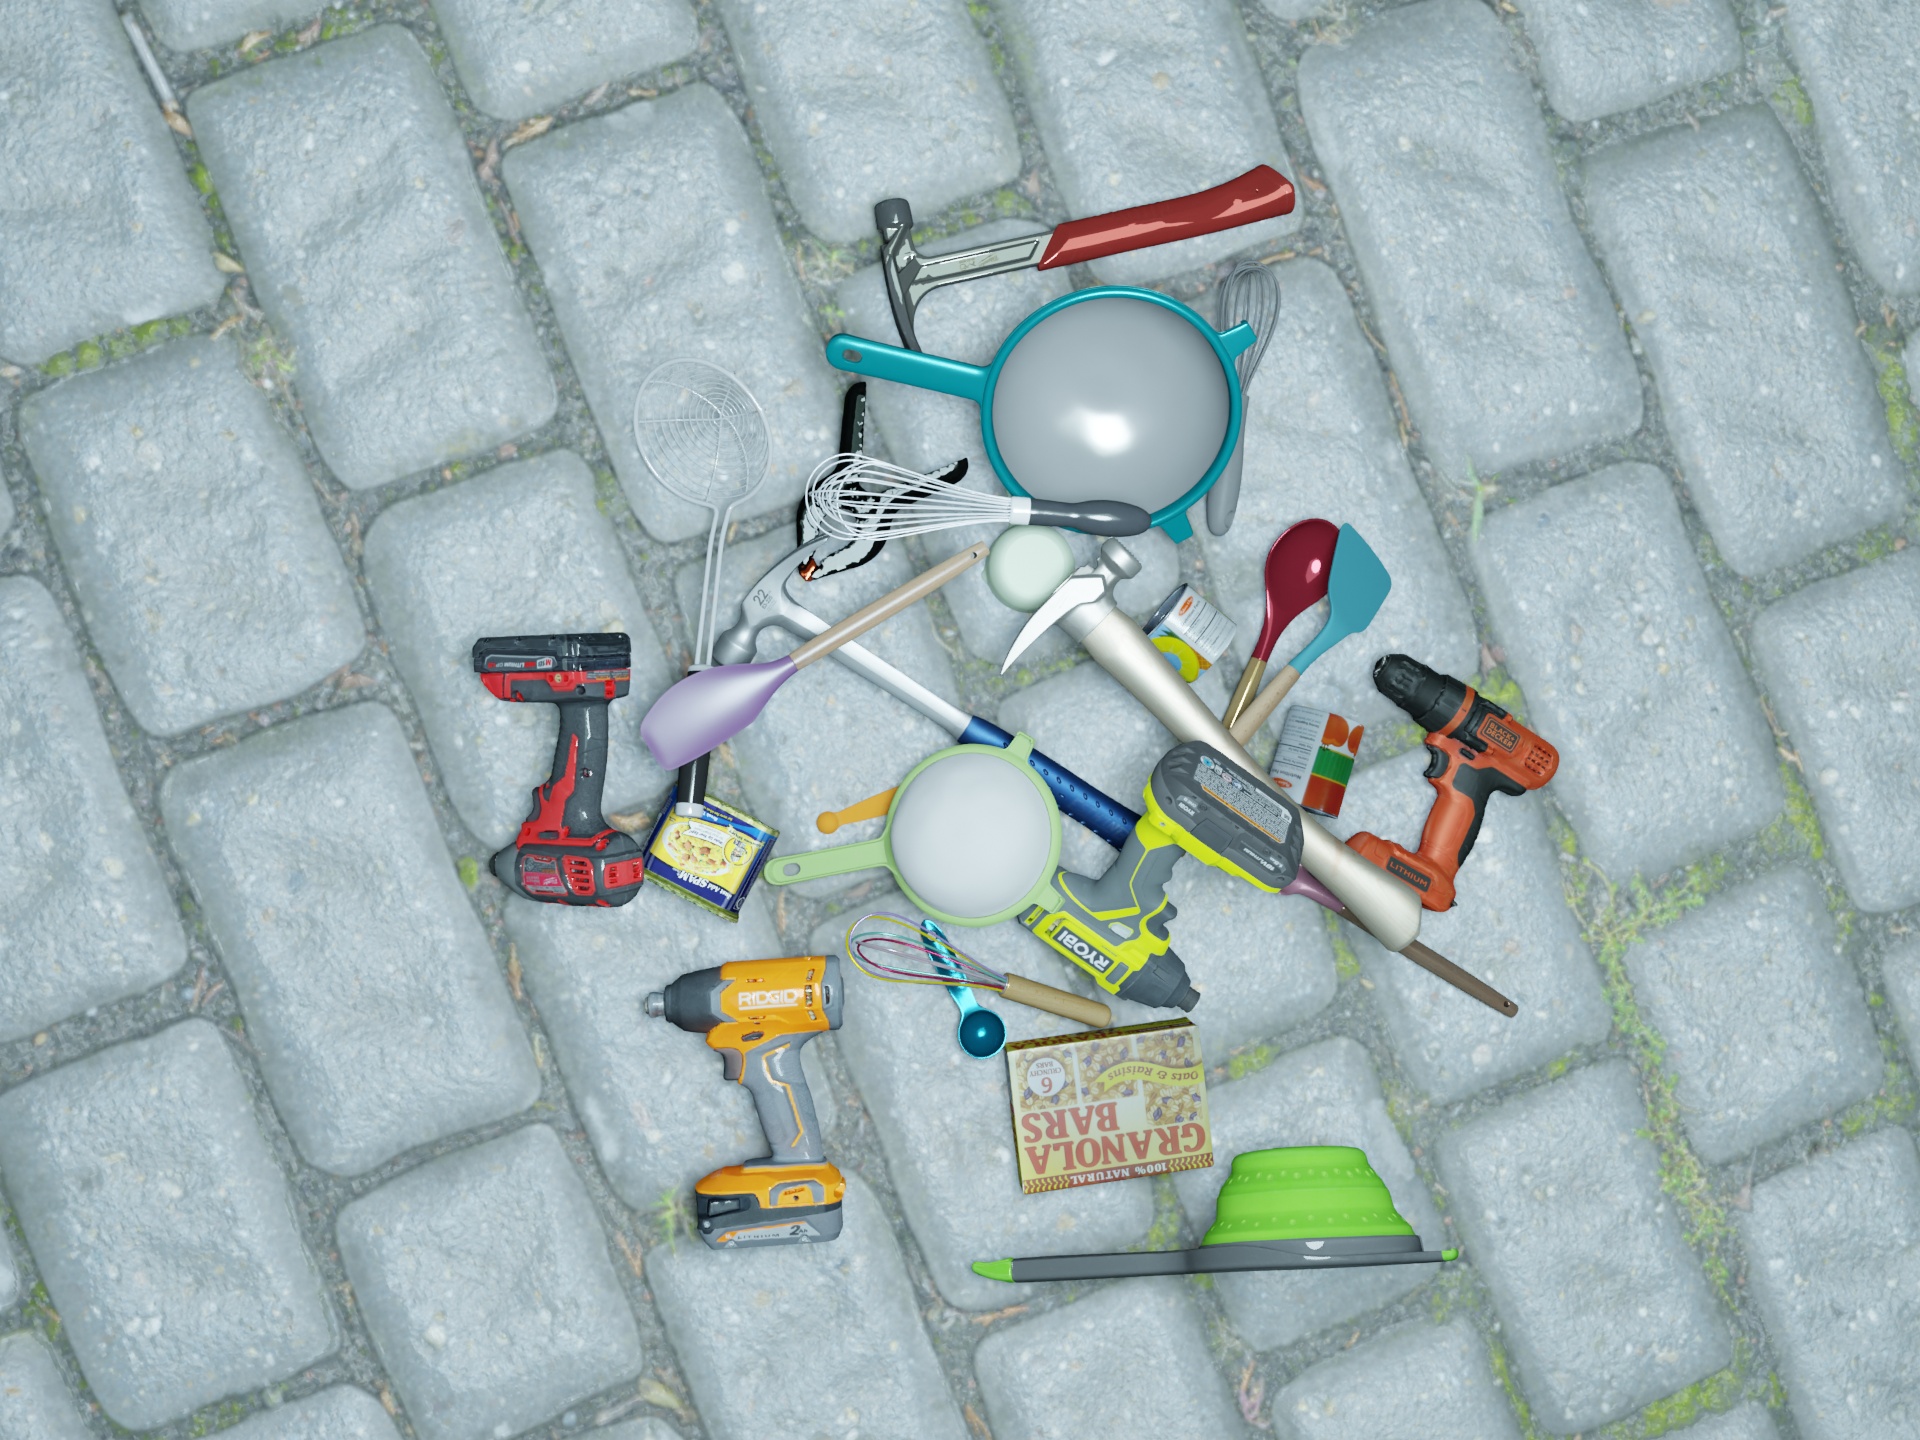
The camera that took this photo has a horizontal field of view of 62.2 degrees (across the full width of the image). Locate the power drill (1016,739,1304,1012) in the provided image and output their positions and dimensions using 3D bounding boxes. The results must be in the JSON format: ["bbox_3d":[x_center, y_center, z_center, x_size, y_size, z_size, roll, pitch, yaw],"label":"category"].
[{"bbox_3d":[0.172,0.137,1.299,0.171,0.080,0.223,35,125,-3],"label":"power drill"}]

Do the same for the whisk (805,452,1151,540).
[{"bbox_3d":[0.016,-0.175,1.296,0.284,0.070,0.070,4,89,-6],"label":"whisk"}]

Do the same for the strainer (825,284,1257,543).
[{"bbox_3d":[0.060,-0.280,1.316,0.340,0.095,0.210,12,121,-4],"label":"strainer"}]

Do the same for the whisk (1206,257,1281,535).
[{"bbox_3d":[0.238,-0.278,1.372,0.055,0.055,0.239,7,94,-5],"label":"whisk"}]

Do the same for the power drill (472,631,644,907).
[{"bbox_3d":[-0.328,0.040,1.286,0.143,0.078,0.219,-1,93,31],"label":"power drill"}]

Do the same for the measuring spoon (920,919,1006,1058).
[{"bbox_3d":[-0.002,0.229,1.363,0.042,0.021,0.129,-26,83,-13],"label":"measuring spoon"}]

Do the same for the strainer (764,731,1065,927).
[{"bbox_3d":[-0.048,0.102,1.296,0.256,0.069,0.151,-12,81,12],"label":"strainer"}]

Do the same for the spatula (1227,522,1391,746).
[{"bbox_3d":[0.262,-0.025,1.357,0.317,0.044,0.082,-49,120,-4],"label":"spatula"}]

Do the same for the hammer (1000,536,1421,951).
[{"bbox_3d":[0.217,0.044,1.310,0.410,0.038,0.146,45,98,-2],"label":"hammer"}]

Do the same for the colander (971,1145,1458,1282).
[{"bbox_3d":[0.203,0.411,1.324,0.397,0.204,0.095,-7,69,12],"label":"colander"}]

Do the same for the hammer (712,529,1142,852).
[{"bbox_3d":[-0.002,-0.004,1.338,0.405,0.035,0.144,33,106,-7],"label":"hammer"}]

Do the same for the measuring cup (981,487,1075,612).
[{"bbox_3d":[0.054,-0.175,1.354,0.083,0.038,0.167,-9,93,-5],"label":"measuring cup"}]

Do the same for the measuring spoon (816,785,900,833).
[{"bbox_3d":[-0.067,0.072,1.356,0.117,0.011,0.021,-18,91,-5],"label":"measuring spoon"}]

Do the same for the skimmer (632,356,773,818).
[{"bbox_3d":[-0.219,-0.106,1.284,0.127,0.090,0.363,0,79,23],"label":"skimmer"}]

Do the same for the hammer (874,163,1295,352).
[{"bbox_3d":[0.113,-0.404,1.363,0.359,0.037,0.149,-13,91,-5],"label":"hammer"}]

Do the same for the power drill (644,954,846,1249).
[{"bbox_3d":[-0.175,0.312,1.314,0.164,0.084,0.226,-2,86,-5],"label":"power drill"}]

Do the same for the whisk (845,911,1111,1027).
[{"bbox_3d":[0.015,0.219,1.335,0.245,0.047,0.051,20,123,-16],"label":"whisk"}]

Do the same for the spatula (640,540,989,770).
[{"bbox_3d":[-0.113,-0.061,1.274,0.316,0.018,0.059,-31,100,-8],"label":"spatula"}]

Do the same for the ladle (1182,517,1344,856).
[{"bbox_3d":[0.250,-0.028,1.379,0.069,0.031,0.315,23,90,-15],"label":"ladle"}]

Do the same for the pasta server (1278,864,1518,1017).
[{"bbox_3d":[0.356,0.174,1.382,0.316,0.040,0.060,32,76,-5],"label":"pasta server"}]
